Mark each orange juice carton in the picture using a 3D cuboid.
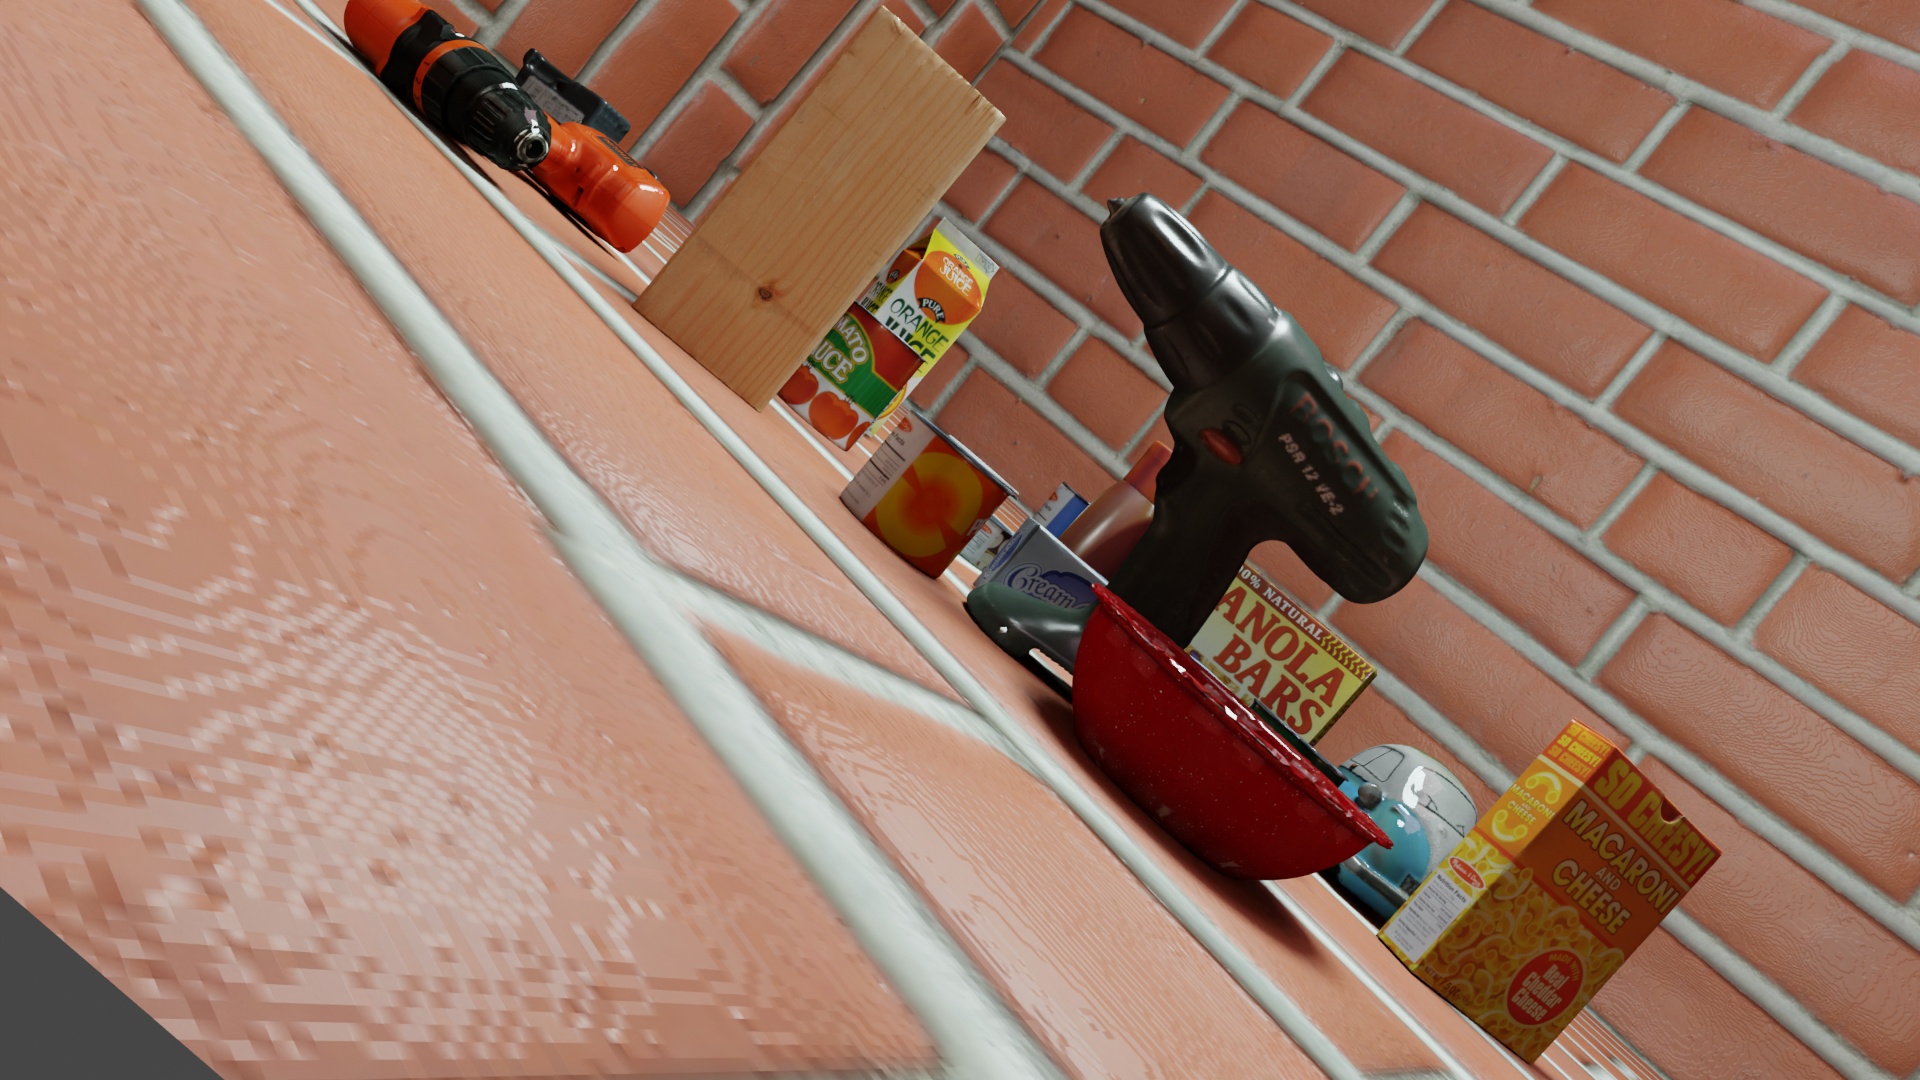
[{"bbox_3d":[-0.052,-0.191,1.233,0.071,0.192,0.073,39,4,-25],"label":"orange juice carton"}]

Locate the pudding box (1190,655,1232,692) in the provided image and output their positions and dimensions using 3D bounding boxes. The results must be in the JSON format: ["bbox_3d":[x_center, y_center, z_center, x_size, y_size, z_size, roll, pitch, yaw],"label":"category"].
[{"bbox_3d":[0.155,0.113,0.887,0.030,0.049,0.084,39,4,-25],"label":"pudding box"}]

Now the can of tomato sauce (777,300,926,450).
[{"bbox_3d":[-0.076,-0.114,0.947,0.071,0.083,0.071,41,4,-3],"label":"can of tomato sauce"}]

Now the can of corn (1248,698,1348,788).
[{"bbox_3d":[0.171,0.132,0.770,0.071,0.058,0.071,41,4,-3],"label":"can of corn"}]

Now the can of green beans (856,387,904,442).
[{"bbox_3d":[-0.087,-0.118,1.075,0.071,0.058,0.071,41,4,-3],"label":"can of green beans"}]

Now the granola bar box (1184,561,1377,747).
[{"bbox_3d":[0.190,0.085,0.987,0.166,0.124,0.039,42,4,24],"label":"granola bar box"}]

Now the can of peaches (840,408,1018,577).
[{"bbox_3d":[-0.016,-0.022,0.694,0.071,0.058,0.071,41,4,-3],"label":"can of peaches"}]

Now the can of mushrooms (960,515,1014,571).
[{"bbox_3d":[0.003,-0.012,0.942,0.071,0.033,0.071,41,4,-3],"label":"can of mushrooms"}]

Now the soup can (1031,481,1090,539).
[{"bbox_3d":[0.080,0.008,1.087,0.071,0.083,0.071,41,4,-3],"label":"soup can"}]

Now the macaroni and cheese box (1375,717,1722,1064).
[{"bbox_3d":[0.336,0.201,0.789,0.123,0.166,0.040,39,4,-25],"label":"macaroni and cheese box"}]

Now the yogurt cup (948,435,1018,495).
[{"bbox_3d":[0.000,-0.041,1.082,0.072,0.054,0.072,41,4,-3],"label":"yogurt cup"}]

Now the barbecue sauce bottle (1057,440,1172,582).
[{"bbox_3d":[0.106,-0.004,0.998,0.044,0.148,0.065,43,4,33],"label":"barbecue sauce bottle"}]

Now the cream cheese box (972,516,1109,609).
[{"bbox_3d":[0.062,0.038,0.801,0.103,0.053,0.024,40,4,-18],"label":"cream cheese box"}]
